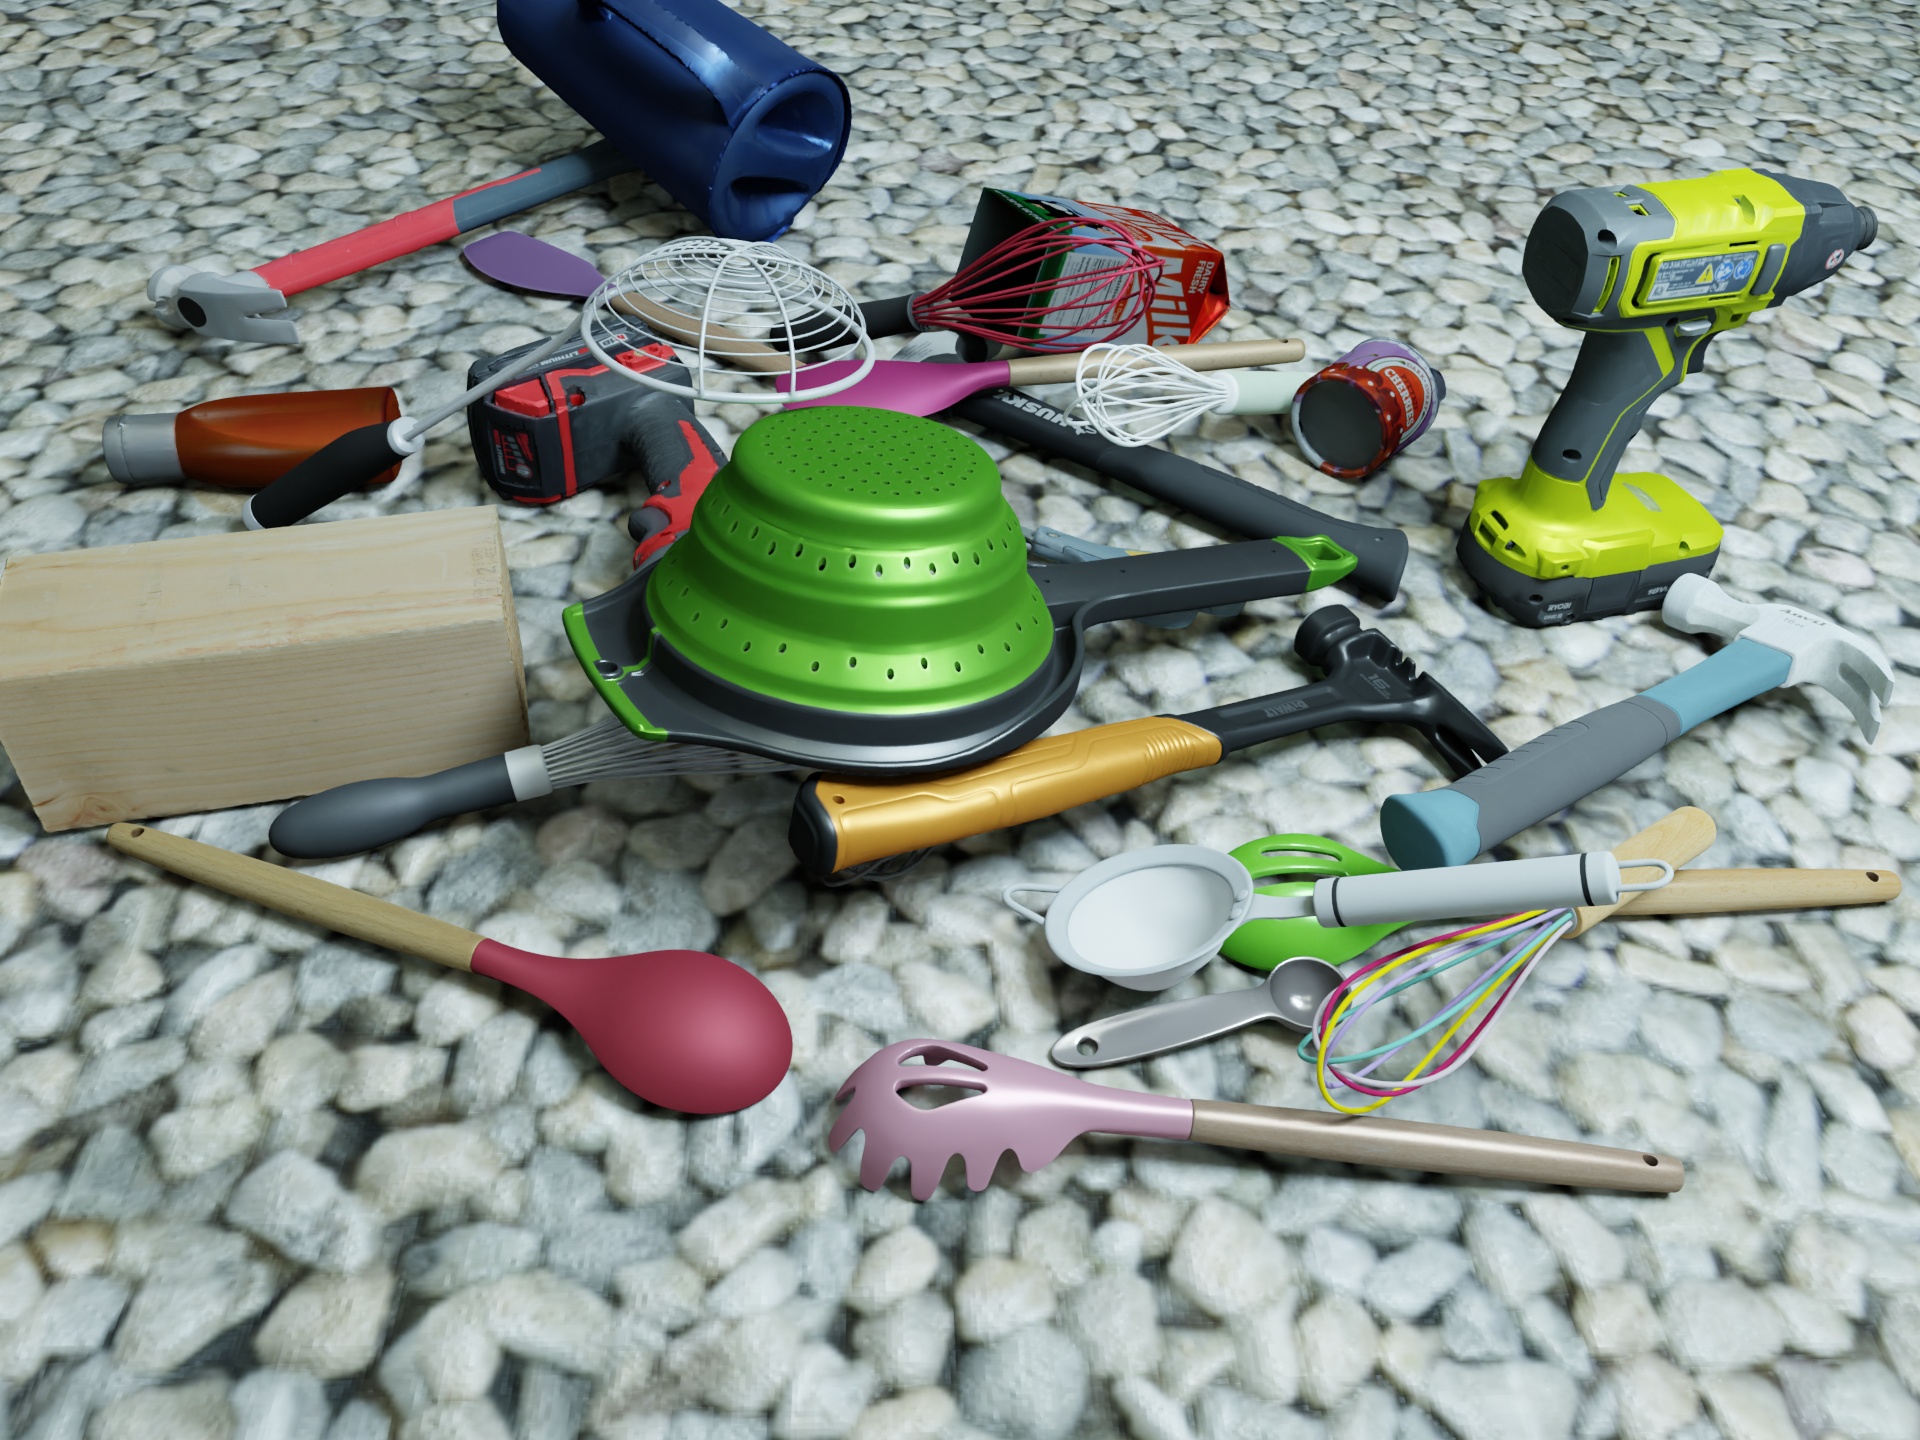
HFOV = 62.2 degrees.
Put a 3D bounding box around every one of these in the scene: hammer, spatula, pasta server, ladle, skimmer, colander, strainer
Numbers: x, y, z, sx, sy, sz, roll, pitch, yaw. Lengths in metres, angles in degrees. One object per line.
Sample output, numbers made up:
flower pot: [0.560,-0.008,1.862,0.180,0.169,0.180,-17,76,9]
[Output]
hammer: [0.301,0.003,0.712,0.331,0.033,0.128,-20,36,-34]
hammer: [0.097,-0.143,0.902,0.335,0.035,0.146,27,47,23]
spatula: [-0.203,-0.262,1.021,0.316,0.018,0.060,27,46,25]
hammer: [-0.329,-0.335,1.059,0.143,0.038,0.386,17,41,36]
pasta server: [0.110,0.156,0.592,0.316,0.040,0.060,7,43,-2]
ladle: [-0.215,0.087,0.643,0.315,0.031,0.069,15,44,14]
skimmer: [-0.210,-0.135,0.766,0.363,0.090,0.127,-19,24,29]
colander: [0.028,-0.084,0.708,0.397,0.094,0.205,-10,36,-28]
strainer: [0.136,0.073,0.611,0.258,0.050,0.087,-10,27,31]
hammer: [0.084,0.018,0.688,0.336,0.034,0.127,-12,44,-30]

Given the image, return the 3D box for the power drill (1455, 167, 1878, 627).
power drill: [0.349,-0.162,0.799,0.171,0.223,0.080,-9,45,-13]

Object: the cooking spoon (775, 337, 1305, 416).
cooking spoon: [0.052,-0.205,0.926,0.319,0.017,0.069,-7,42,-12]

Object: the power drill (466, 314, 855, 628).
power drill: [-0.163,-0.116,0.830,0.143,0.078,0.220,-27,54,-28]

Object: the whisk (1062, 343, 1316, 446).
whisk: [0.141,-0.184,0.897,0.246,0.059,0.058,-13,78,-47]

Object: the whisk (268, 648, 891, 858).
whisk: [-0.159,0.016,0.706,0.284,0.070,0.070,-16,46,-12]

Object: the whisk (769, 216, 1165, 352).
whisk: [-0.008,-0.237,0.911,0.296,0.073,0.073,3,34,42]

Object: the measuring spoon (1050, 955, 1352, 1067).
measuring spoon: [0.096,0.123,0.636,0.124,0.018,0.034,-12,47,-6]

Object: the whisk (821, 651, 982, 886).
whisk: [-0.001,-0.001,0.740,0.055,0.055,0.239,19,40,16]

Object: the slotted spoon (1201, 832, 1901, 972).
slotted spoon: [0.258,0.073,0.687,0.313,0.031,0.070,-1,48,-6]

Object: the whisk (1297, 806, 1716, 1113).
whisk: [0.223,0.088,0.630,0.245,0.051,0.047,-22,83,-31]
